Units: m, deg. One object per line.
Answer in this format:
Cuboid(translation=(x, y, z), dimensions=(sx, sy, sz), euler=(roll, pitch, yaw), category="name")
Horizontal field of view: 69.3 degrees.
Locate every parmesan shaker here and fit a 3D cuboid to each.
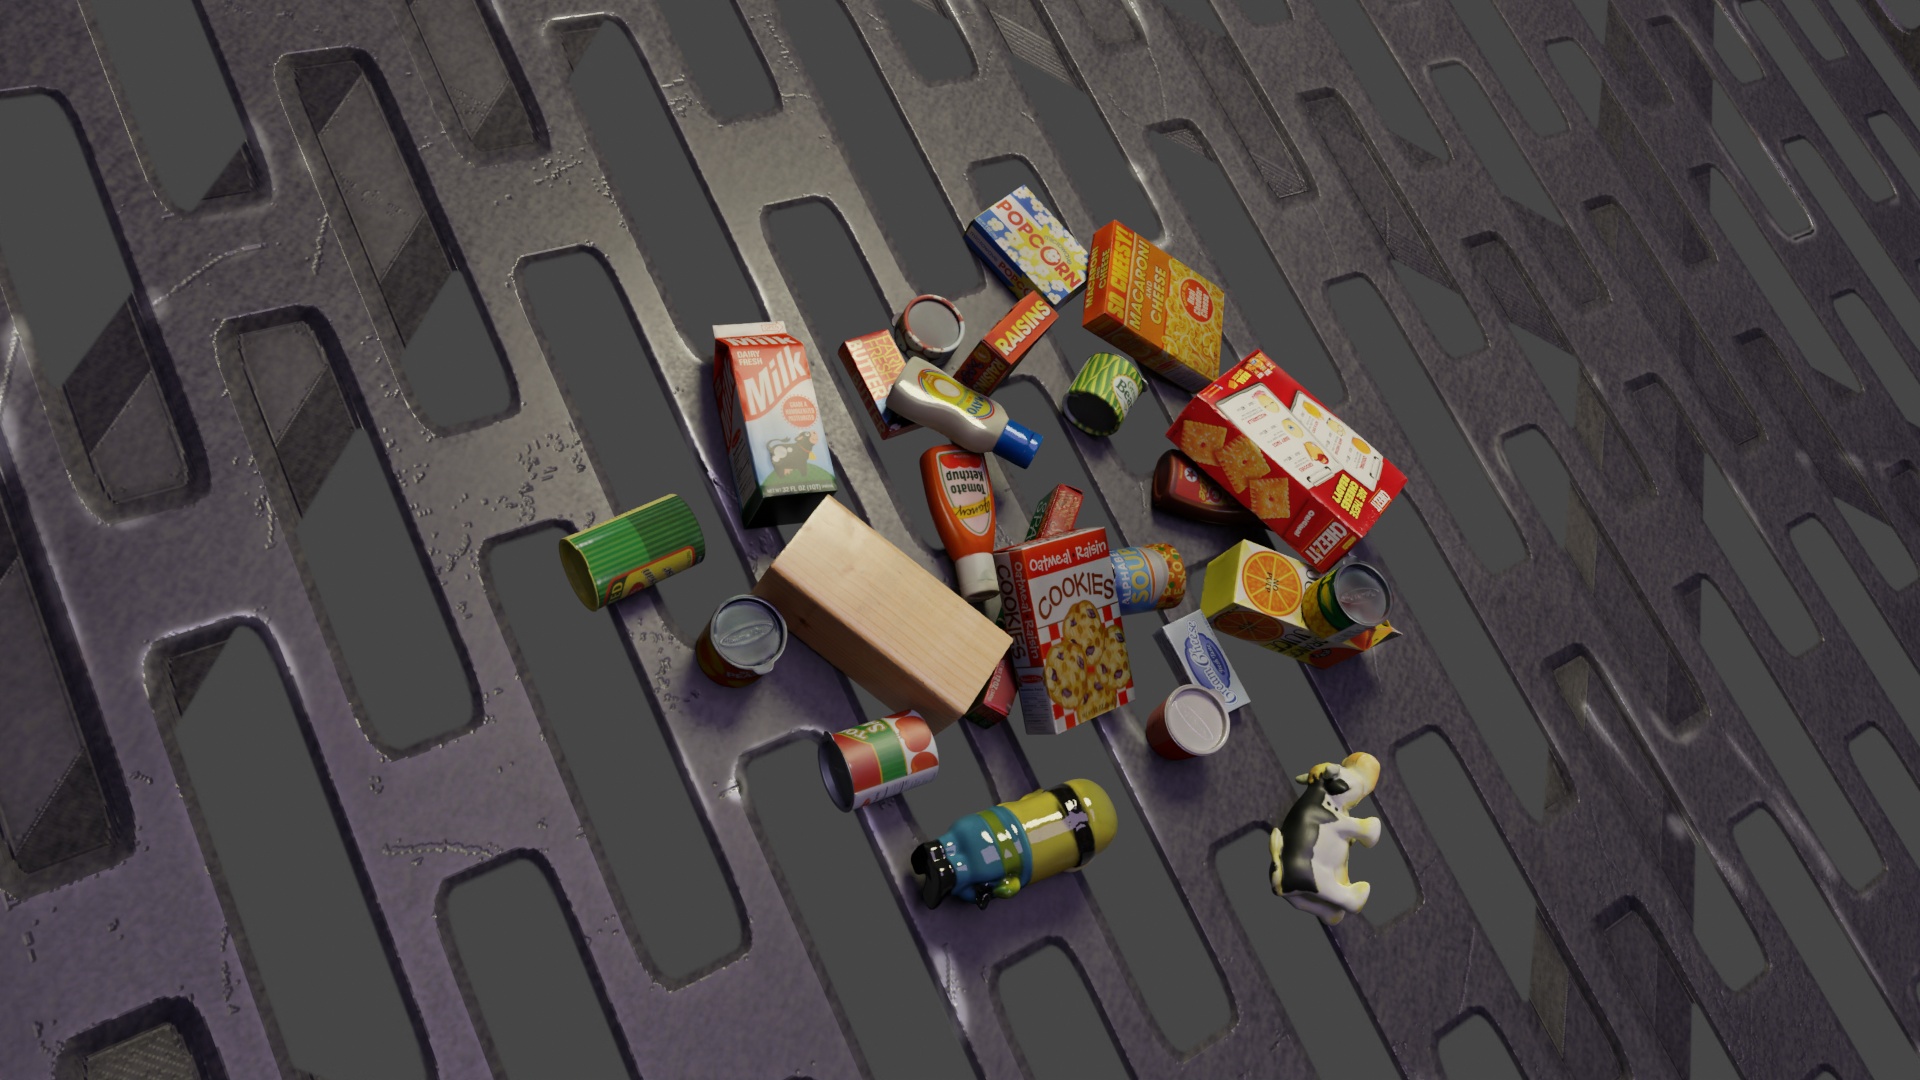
Cuboid(translation=(-0.274, 0.008, 1.167), dimensions=(0.103, 0.071, 0.071), euler=(-26, 80, -30), category="parmesan shaker")

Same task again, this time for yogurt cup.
Cuboid(translation=(0.211, 0.175, 1.310), dimensions=(0.072, 0.053, 0.072), euler=(9, 65, -19), category="yogurt cup")

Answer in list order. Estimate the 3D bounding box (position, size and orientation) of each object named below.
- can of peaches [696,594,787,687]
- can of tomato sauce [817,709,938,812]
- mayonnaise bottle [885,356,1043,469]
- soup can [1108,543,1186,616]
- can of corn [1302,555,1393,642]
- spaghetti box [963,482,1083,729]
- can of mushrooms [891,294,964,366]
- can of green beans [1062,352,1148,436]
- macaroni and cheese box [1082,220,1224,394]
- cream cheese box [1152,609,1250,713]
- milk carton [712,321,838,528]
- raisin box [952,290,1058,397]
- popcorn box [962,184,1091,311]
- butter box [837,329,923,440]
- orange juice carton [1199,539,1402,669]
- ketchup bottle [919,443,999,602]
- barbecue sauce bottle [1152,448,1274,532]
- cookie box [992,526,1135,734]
Cuboid(translation=(-0.185, 0.088, 1.177), dimensions=(0.071, 0.057, 0.071), euler=(9, 65, -20), category="can of peaches")
Cuboid(translation=(-0.070, 0.184, 1.179), dimensions=(0.083, 0.071, 0.071), euler=(-15, 75, -28), category="can of tomato sauce")
Cuboid(translation=(0.006, -0.117, 1.315), dimensions=(0.148, 0.041, 0.065), euler=(28, 42, -1), category="mayonnaise bottle")
Cuboid(translation=(0.167, 0.038, 1.341), dimensions=(0.084, 0.071, 0.071), euler=(-7, 71, -26), category="soup can")
Cuboid(translation=(0.372, 0.058, 1.341), dimensions=(0.071, 0.058, 0.071), euler=(8, 66, -19), category="can of corn")
Cuboid(translation=(0.061, 0.057, 1.300), dimensions=(0.028, 0.050, 0.251), euler=(28, 60, -11), category="spaghetti box")
Cuboid(translation=(-0.033, -0.211, 1.386), dimensions=(0.071, 0.033, 0.071), euler=(8, 66, -20), category="can of mushrooms")
Cuboid(translation=(0.145, -0.148, 1.415), dimensions=(0.071, 0.071, 0.058), euler=(36, 60, -5), category="can of green beans")
Cuboid(translation=(0.206, -0.246, 1.475), dimensions=(0.166, 0.040, 0.124), euler=(25, 59, -30), category="macaroni and cheese box")
Cuboid(translation=(0.235, 0.125, 1.359), dimensions=(0.053, 0.024, 0.104), euler=(-21, 77, -28), category="cream cheese box")
Cuboid(translation=(-0.174, -0.114, 1.261), dimensions=(0.072, 0.073, 0.191), euler=(-7, 71, -25), category="milk carton")
Cuboid(translation=(0.035, -0.178, 1.349), dimensions=(0.040, 0.123, 0.086), euler=(44, 59, -1), category="raisin box")
Cuboid(translation=(0.076, -0.305, 1.470), dimensions=(0.127, 0.038, 0.085), euler=(48, 57, 2), category="popcorn box")
Cuboid(translation=(-0.073, -0.152, 1.349), dimensions=(0.053, 0.024, 0.103), euler=(-22, 78, -30), category="butter box")
Cuboid(translation=(0.344, 0.073, 1.400), dimensions=(0.193, 0.071, 0.073), euler=(20, 63, -14), category="orange juice carton")
Cuboid(translation=(0.005, -0.016, 1.312), dimensions=(0.065, 0.043, 0.149), euler=(-2, 70, -28), category="ketchup bottle")
Cuboid(translation=(0.273, -0.045, 1.438), dimensions=(0.148, 0.043, 0.065), euler=(17, 61, -16), category="barbecue sauce bottle")
Cuboid(translation=(0.095, 0.079, 1.261), dimensions=(0.123, 0.040, 0.167), euler=(-14, 94, -47), category="cookie box")
